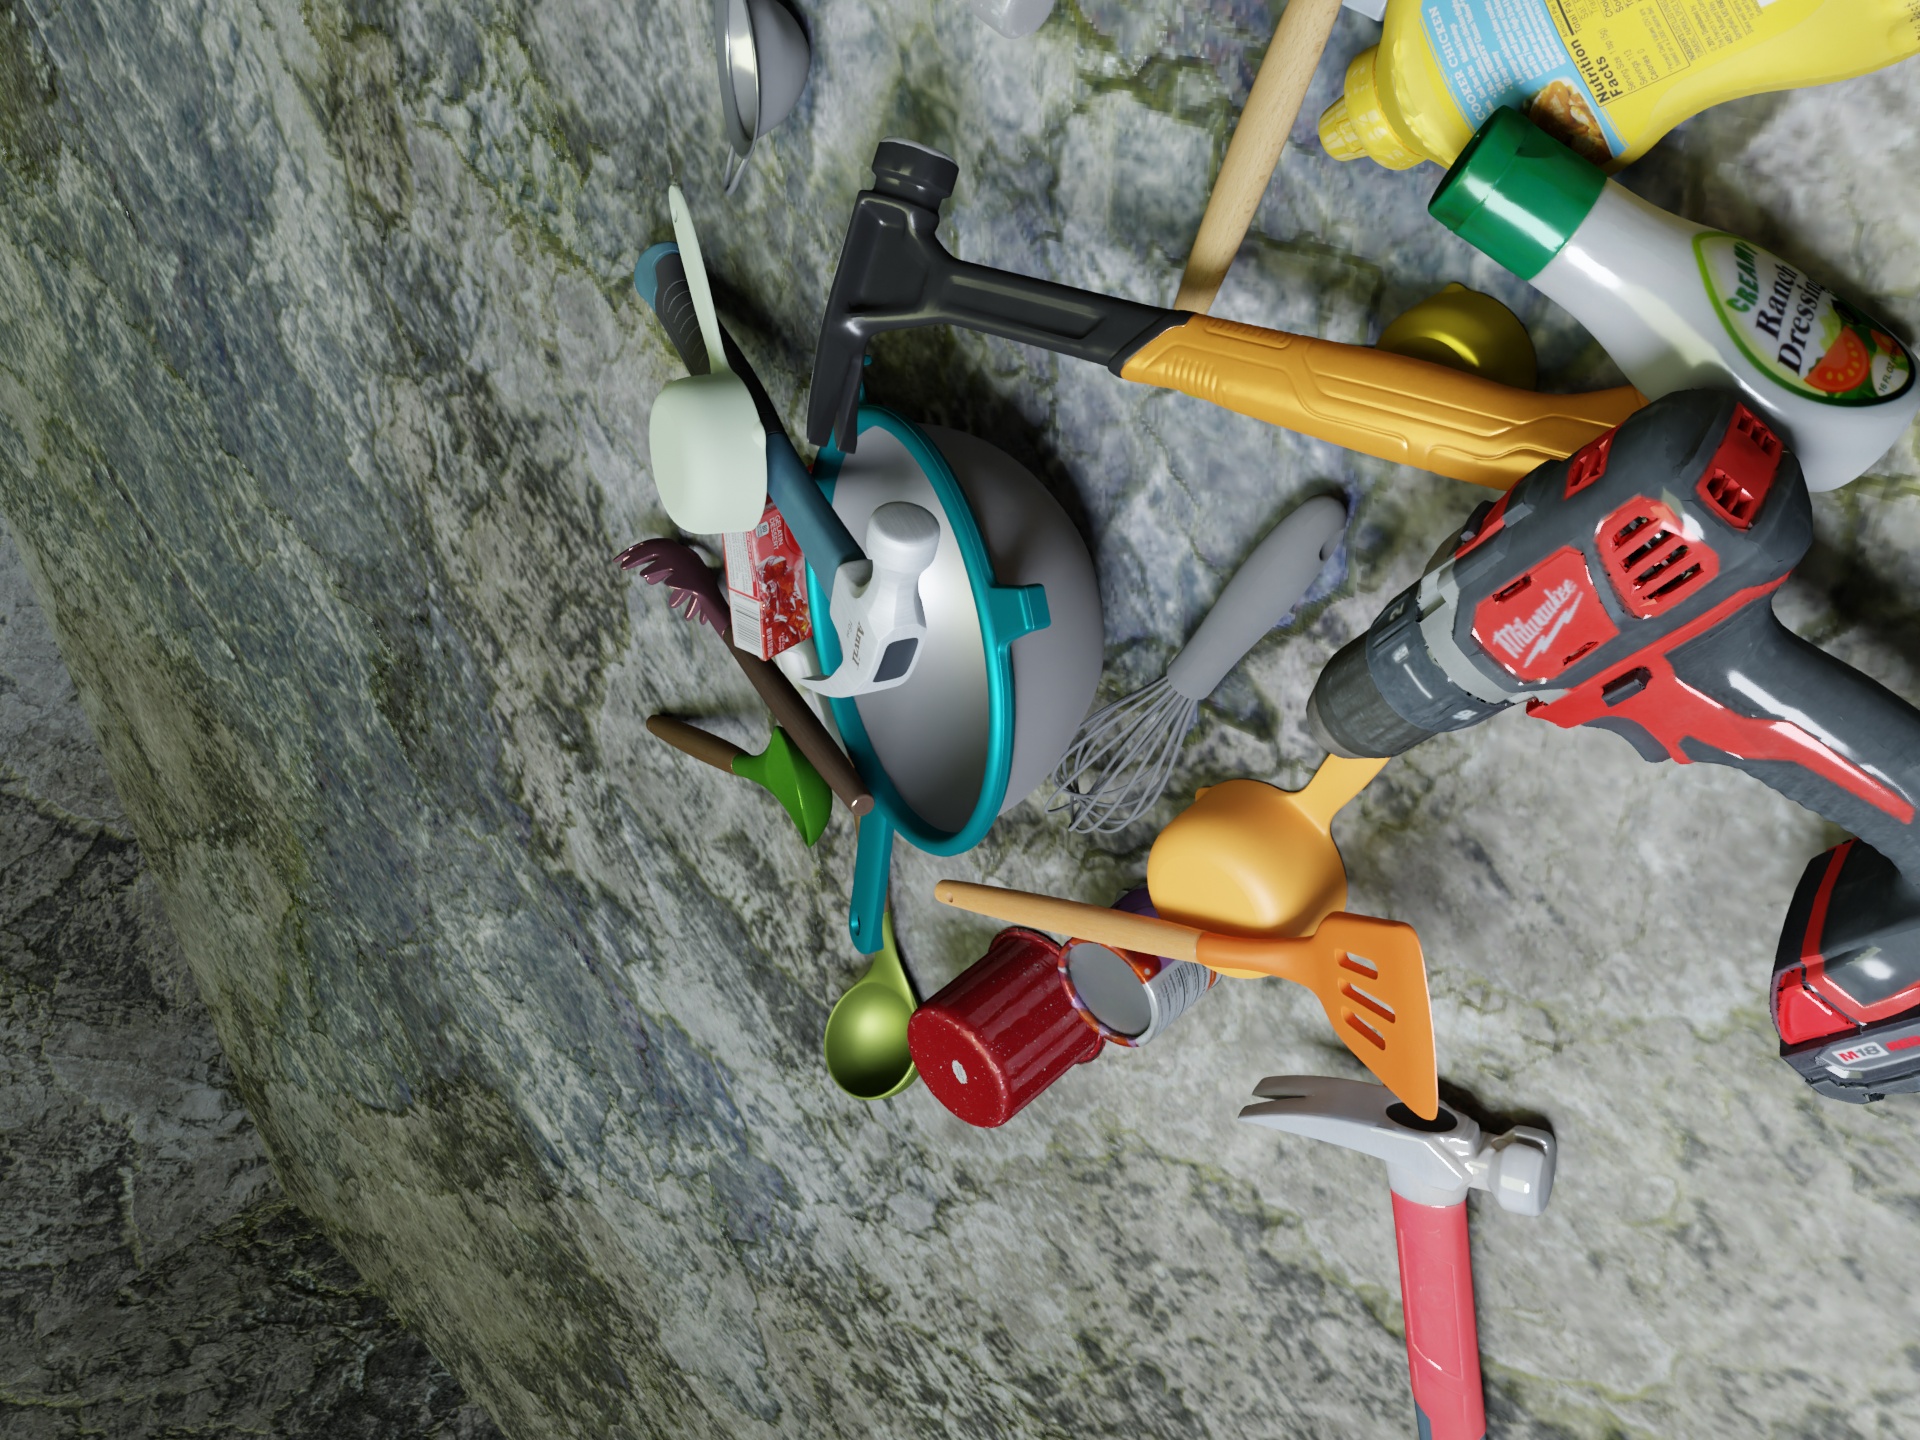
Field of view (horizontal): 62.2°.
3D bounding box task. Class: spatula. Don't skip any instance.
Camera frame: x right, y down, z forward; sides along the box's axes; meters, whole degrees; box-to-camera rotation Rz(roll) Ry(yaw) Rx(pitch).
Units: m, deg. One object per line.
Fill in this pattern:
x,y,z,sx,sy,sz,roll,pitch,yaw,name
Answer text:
0.089,0.104,0.735,0.323,0.041,0.081,5,108,49,spatula

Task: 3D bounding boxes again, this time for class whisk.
0.101,-0.019,0.717,0.055,0.055,0.238,49,138,13,whisk
-0.107,-0.074,0.922,0.058,0.059,0.246,-4,120,20,whisk

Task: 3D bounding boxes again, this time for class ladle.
-0.062,0.100,0.985,0.078,0.062,0.320,20,127,37,ladle
0.108,-0.215,0.510,0.069,0.031,0.315,48,162,11,ladle

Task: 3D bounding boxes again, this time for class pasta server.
-0.124,-0.031,0.899,0.060,0.040,0.317,42,-176,-42,pasta server

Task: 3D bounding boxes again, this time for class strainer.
-0.001,-0.003,0.797,0.211,0.095,0.340,57,150,38,strainer
-0.098,-0.354,0.687,0.258,0.050,0.087,86,164,-44,strainer

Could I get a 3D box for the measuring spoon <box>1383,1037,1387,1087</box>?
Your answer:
0.217,0.192,0.766,0.021,0.011,0.116,4,115,36,measuring spoon

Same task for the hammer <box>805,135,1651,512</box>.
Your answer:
0.090,-0.123,0.579,0.337,0.034,0.127,21,100,29,hammer

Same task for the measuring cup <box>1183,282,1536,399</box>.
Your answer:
0.139,-0.129,0.606,0.157,0.029,0.062,9,122,43,measuring cup

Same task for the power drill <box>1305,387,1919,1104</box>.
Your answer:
0.235,0.018,0.510,0.226,0.080,0.188,41,146,-3,power drill

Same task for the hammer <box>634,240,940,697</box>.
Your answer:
-0.097,-0.139,0.780,0.331,0.033,0.128,58,149,37,hammer

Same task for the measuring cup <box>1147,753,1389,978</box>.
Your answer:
0.142,0.054,0.714,0.095,0.052,0.173,47,144,15,measuring cup

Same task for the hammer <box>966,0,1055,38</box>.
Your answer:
0.023,-0.426,0.526,0.149,0.037,0.358,45,142,17,hammer

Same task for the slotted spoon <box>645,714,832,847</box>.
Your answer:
-0.145,0.021,0.992,0.314,0.031,0.070,15,120,61,slotted spoon

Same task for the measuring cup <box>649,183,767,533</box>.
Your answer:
-0.132,-0.170,0.754,0.083,0.038,0.167,-6,97,65,measuring cup

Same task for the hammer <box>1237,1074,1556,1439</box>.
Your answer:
0.235,0.347,0.814,0.143,0.038,0.386,6,122,34,hammer
